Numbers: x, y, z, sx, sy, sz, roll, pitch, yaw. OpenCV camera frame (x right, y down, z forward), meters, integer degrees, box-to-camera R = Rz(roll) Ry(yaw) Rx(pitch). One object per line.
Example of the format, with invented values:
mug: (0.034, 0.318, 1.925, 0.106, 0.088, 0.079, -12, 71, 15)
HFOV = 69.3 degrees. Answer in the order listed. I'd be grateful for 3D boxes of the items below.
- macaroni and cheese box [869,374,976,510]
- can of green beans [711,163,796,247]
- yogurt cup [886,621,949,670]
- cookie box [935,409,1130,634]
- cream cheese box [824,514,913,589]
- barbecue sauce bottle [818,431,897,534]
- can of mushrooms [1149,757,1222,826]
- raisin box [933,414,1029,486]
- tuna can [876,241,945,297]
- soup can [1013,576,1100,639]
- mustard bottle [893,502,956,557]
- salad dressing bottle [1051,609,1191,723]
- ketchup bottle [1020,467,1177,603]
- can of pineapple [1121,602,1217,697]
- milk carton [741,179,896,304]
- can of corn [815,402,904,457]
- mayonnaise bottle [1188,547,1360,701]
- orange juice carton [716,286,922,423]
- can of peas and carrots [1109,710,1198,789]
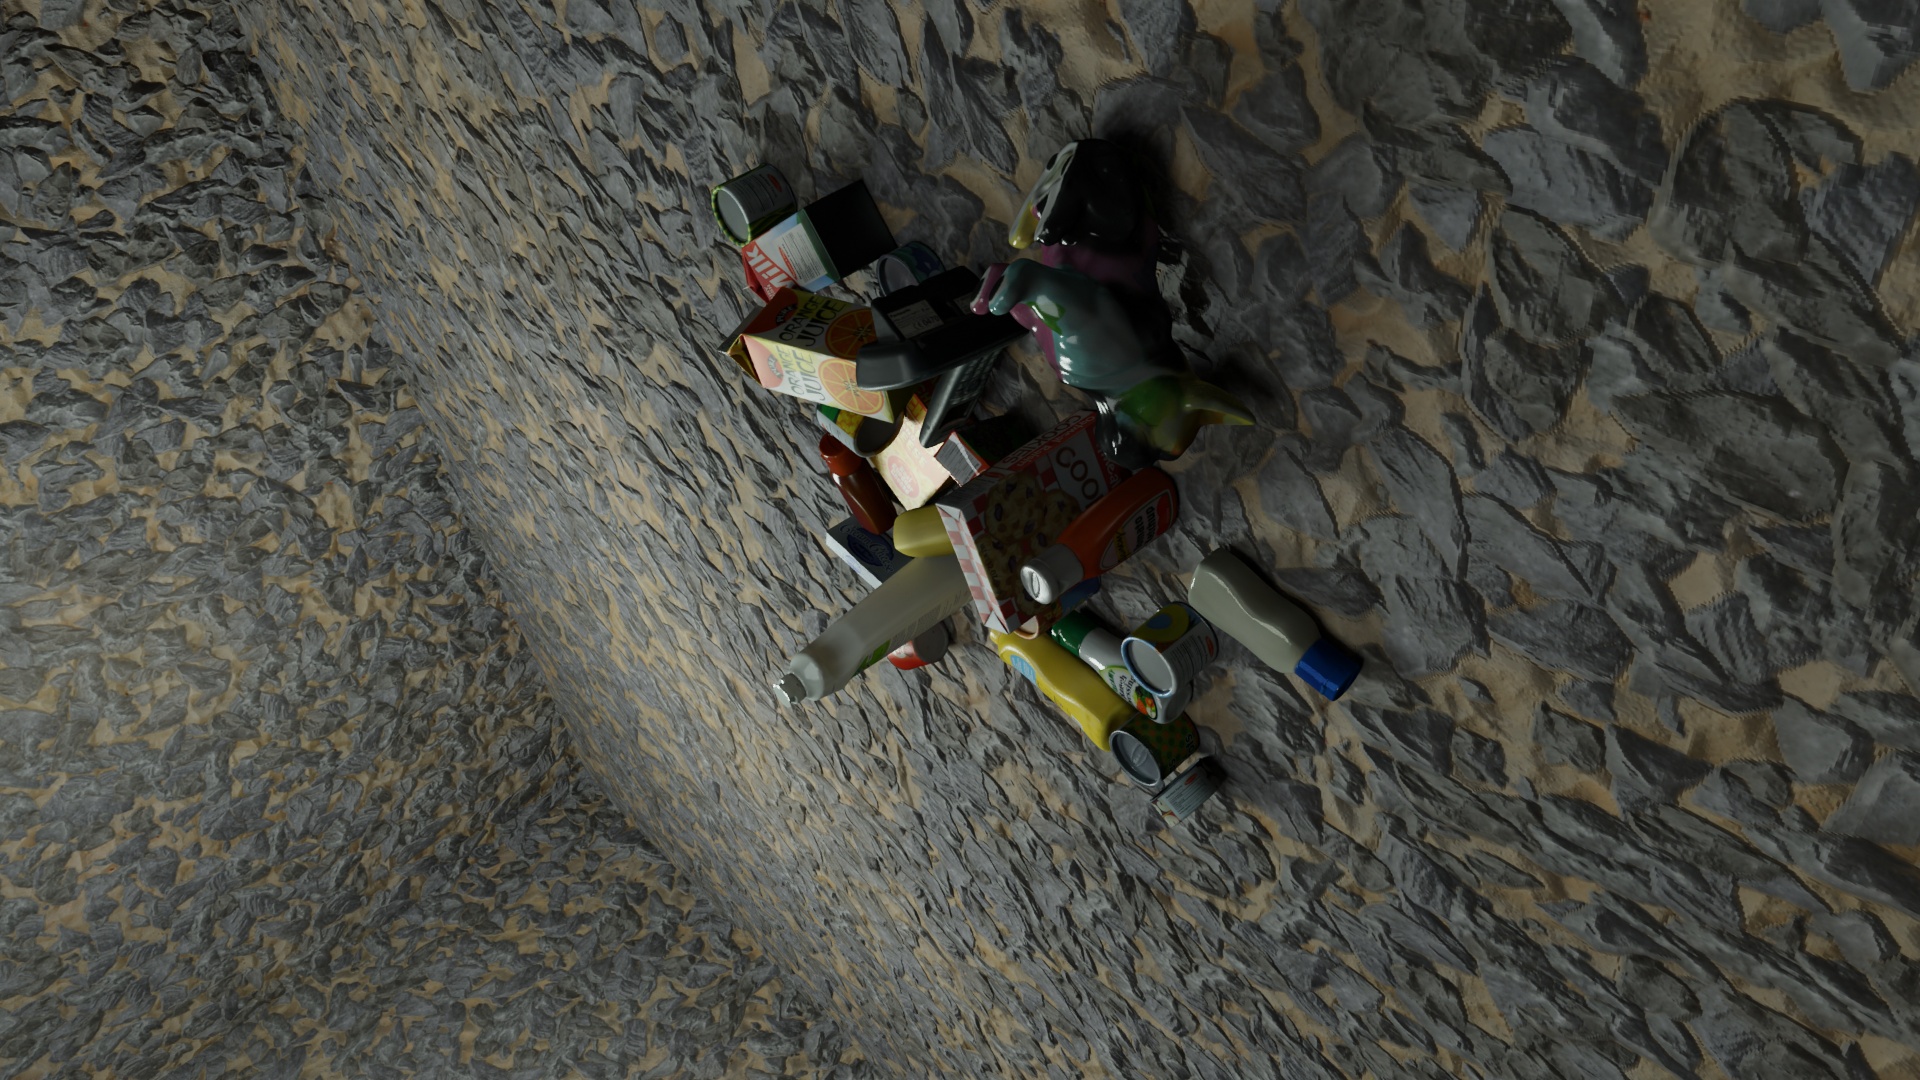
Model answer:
macaroni and cheese box: (-0.046, -0.108, 1.398, 0.124, 0.040, 0.165, 54, 153, 4)
can of green beans: (-0.207, -0.334, 1.386, 0.071, 0.058, 0.071, 38, 148, 30)
yogurt cup: (-0.050, 0.118, 1.631, 0.054, 0.073, 0.072, -9, 113, 51)
cookie box: (0.073, -0.018, 1.170, 0.040, 0.168, 0.122, 16, 134, 54)
cream cheese box: (-0.104, 0.014, 1.612, 0.104, 0.053, 0.024, 40, 147, 26)
barbecue sauce bottle: (-0.113, -0.066, 1.500, 0.065, 0.044, 0.148, 48, 172, 32)
can of mushrooms: (0.218, 0.243, 1.341, 0.033, 0.071, 0.070, 49, 152, 10)
raisin box: (0.047, -0.053, 1.256, 0.123, 0.086, 0.040, 47, 123, 16)
tuna can: (-0.042, -0.234, 1.261, 0.071, 0.033, 0.070, 38, 148, 30)
soup can: (0.082, 0.048, 1.320, 0.071, 0.084, 0.071, 38, 148, 29)
mustard bottle: (0.005, -0.017, 1.390, 0.160, 0.065, 0.049, -13, 73, 41)
salad dressing bottle: (0.152, 0.117, 1.329, 0.148, 0.044, 0.064, 35, 149, 34)
ketchup bottle: (0.114, -0.001, 1.143, 0.043, 0.149, 0.064, 36, 147, 35)
can of pineapple: (0.185, 0.097, 1.239, 0.071, 0.058, 0.070, 38, 148, 29)
milk carton: (-0.147, -0.277, 1.339, 0.190, 0.072, 0.073, -8, 114, 59)
can of corn: (-0.095, -0.124, 1.346, 0.058, 0.071, 0.070, 39, 149, 30)
mayonnaise bottle: (0.252, 0.070, 1.122, 0.148, 0.041, 0.064, 40, 150, 25)
orange juice carton: (-0.132, -0.179, 1.296, 0.193, 0.072, 0.072, 17, 146, 24)
can of peas and carrots: (0.189, 0.196, 1.340, 0.071, 0.059, 0.070, 38, 148, 29)
